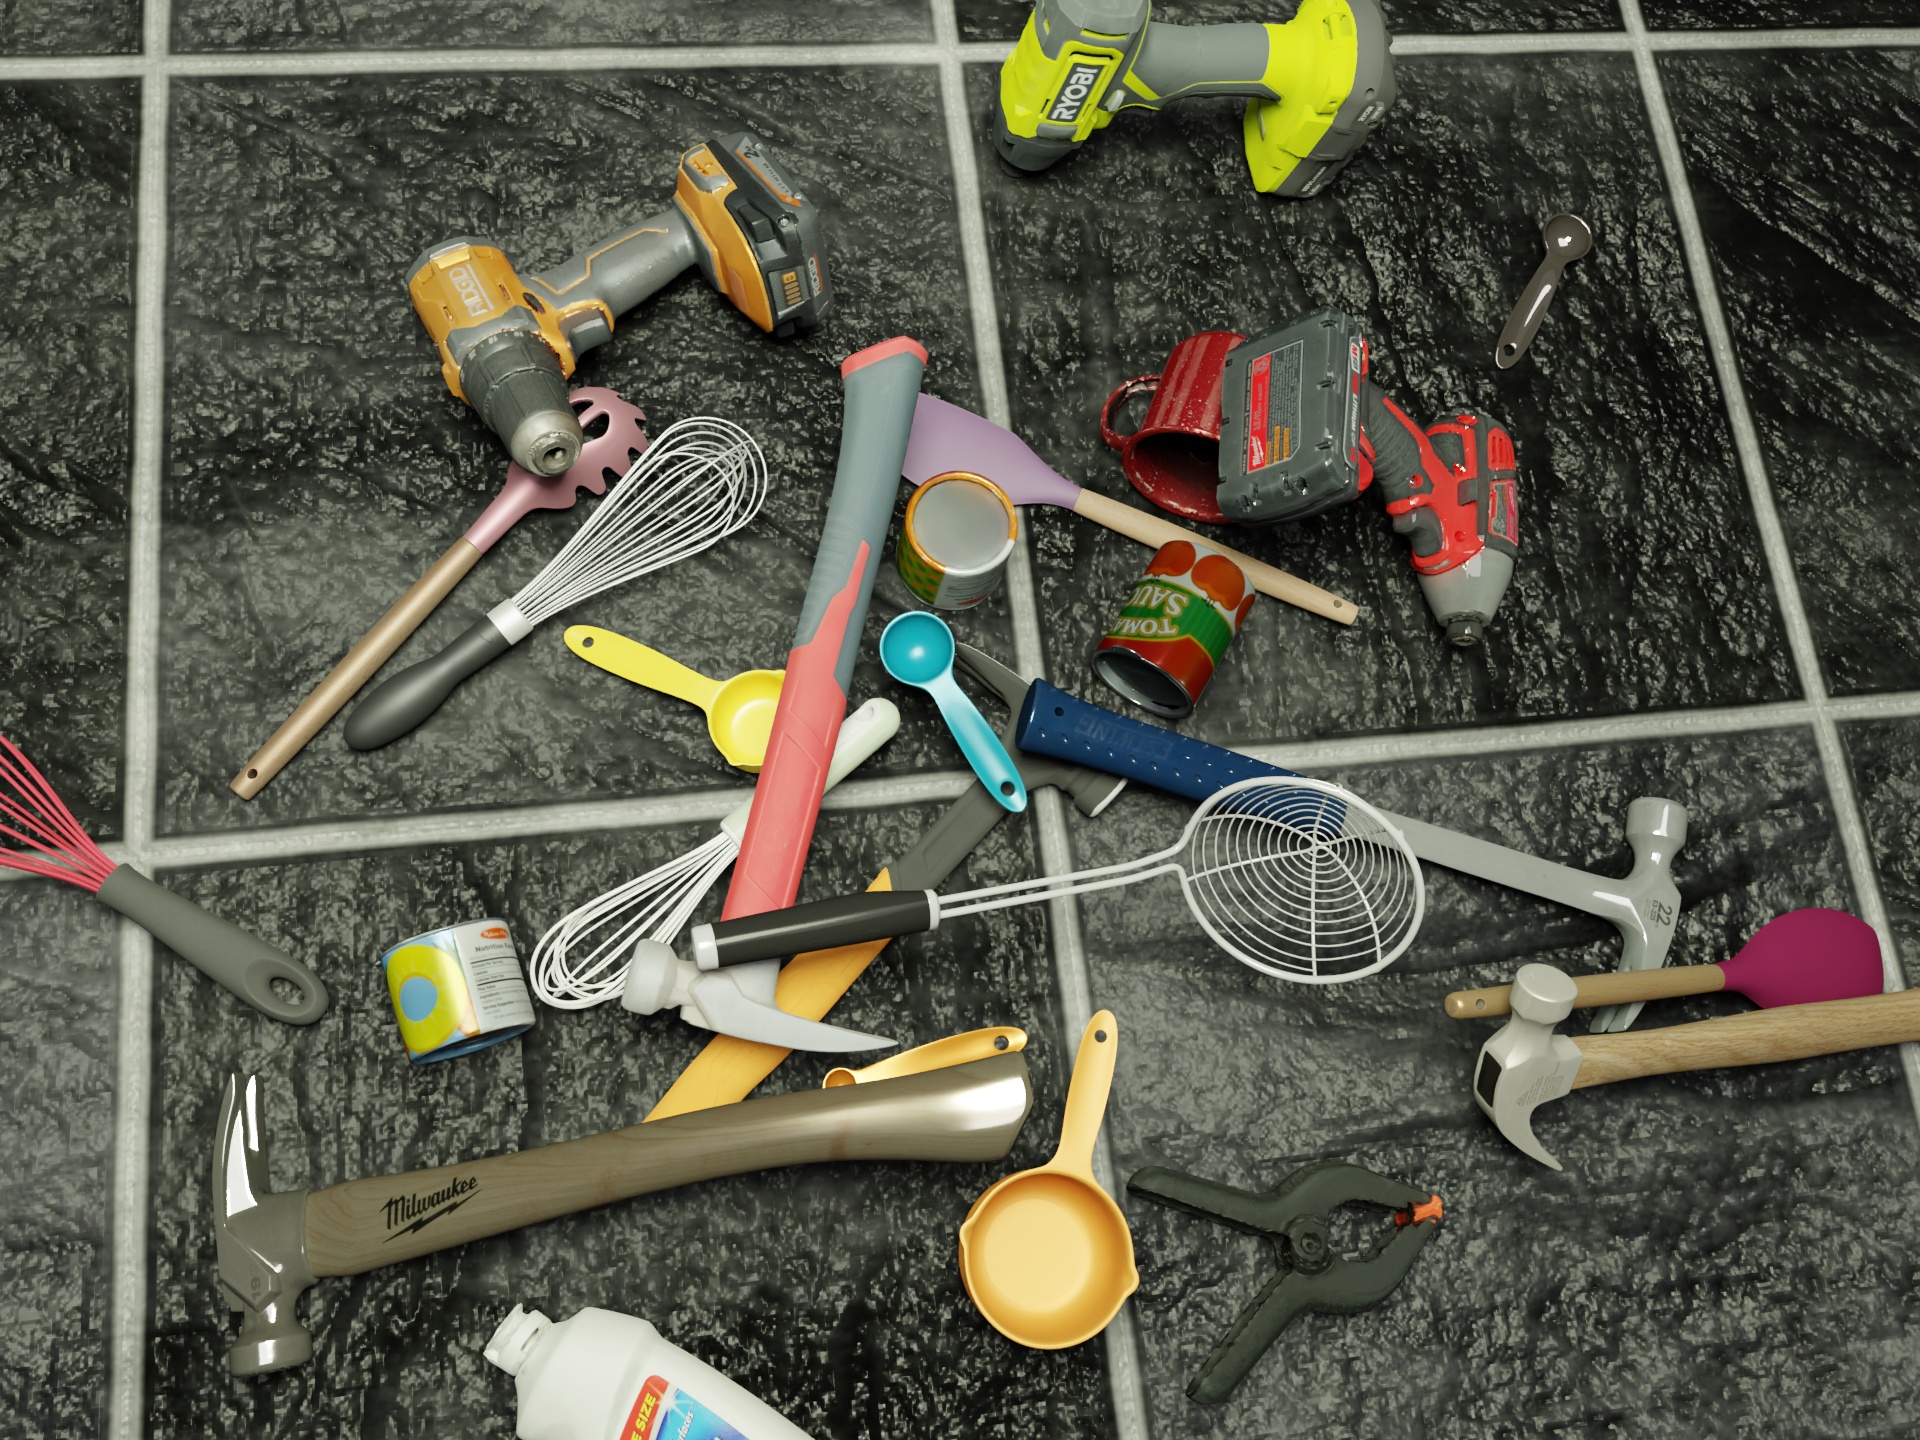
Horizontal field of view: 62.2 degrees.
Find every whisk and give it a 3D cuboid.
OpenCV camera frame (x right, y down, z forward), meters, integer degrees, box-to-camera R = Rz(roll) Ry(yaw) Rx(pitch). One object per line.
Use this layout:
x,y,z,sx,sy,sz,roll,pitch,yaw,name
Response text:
-0.459,0.074,0.828,0.296,0.073,0.073,33,73,-4,whisk
-0.230,-0.076,0.902,0.284,0.070,0.070,-39,82,-11,whisk
-0.129,0.069,0.863,0.246,0.058,0.059,-40,127,-12,whisk

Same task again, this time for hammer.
-0.059,0.109,0.877,0.127,0.034,0.337,42,73,5,hammer
-0.061,-0.020,0.853,0.143,0.038,0.386,16,79,-12,hammer
-0.168,0.213,0.800,0.410,0.038,0.146,-11,75,-1,hammer
0.226,0.062,0.907,0.405,0.035,0.144,17,73,-8,hammer
0.435,0.182,0.894,0.331,0.130,0.031,-3,32,-18,hammer

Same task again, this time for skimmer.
0.051,0.101,0.803,0.363,0.127,0.090,-8,31,-14,skimmer

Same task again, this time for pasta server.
-0.296,-0.077,0.908,0.060,0.040,0.316,38,77,5,pasta server

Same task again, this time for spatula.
0.094,-0.123,0.972,0.316,0.018,0.060,22,73,1,spatula

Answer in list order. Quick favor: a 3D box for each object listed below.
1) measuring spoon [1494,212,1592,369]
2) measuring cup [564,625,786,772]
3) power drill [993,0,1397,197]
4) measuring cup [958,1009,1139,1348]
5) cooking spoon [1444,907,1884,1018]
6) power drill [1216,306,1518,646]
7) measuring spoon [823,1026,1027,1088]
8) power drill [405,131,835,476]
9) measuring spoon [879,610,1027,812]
0.383,-0.283,1.060,0.034,0.018,0.124,29,79,0,measuring spoon
-0.157,-0.017,0.912,0.156,0.029,0.062,24,73,12,measuring cup
0.137,-0.390,0.987,0.223,0.171,0.080,-1,74,-16,power drill
0.053,0.241,0.845,0.095,0.052,0.174,17,71,-2,measuring cup
0.408,0.148,0.900,0.318,0.017,0.069,-2,83,-21,cooking spoon
0.249,-0.135,0.923,0.219,0.078,0.143,19,68,-38,power drill
-0.019,0.189,0.874,0.117,0.011,0.021,-12,74,-14,measuring spoon
-0.188,-0.237,0.913,0.226,0.084,0.186,-25,55,-12,power drill
-0.001,-0.003,0.891,0.042,0.021,0.128,-32,88,-7,measuring spoon
